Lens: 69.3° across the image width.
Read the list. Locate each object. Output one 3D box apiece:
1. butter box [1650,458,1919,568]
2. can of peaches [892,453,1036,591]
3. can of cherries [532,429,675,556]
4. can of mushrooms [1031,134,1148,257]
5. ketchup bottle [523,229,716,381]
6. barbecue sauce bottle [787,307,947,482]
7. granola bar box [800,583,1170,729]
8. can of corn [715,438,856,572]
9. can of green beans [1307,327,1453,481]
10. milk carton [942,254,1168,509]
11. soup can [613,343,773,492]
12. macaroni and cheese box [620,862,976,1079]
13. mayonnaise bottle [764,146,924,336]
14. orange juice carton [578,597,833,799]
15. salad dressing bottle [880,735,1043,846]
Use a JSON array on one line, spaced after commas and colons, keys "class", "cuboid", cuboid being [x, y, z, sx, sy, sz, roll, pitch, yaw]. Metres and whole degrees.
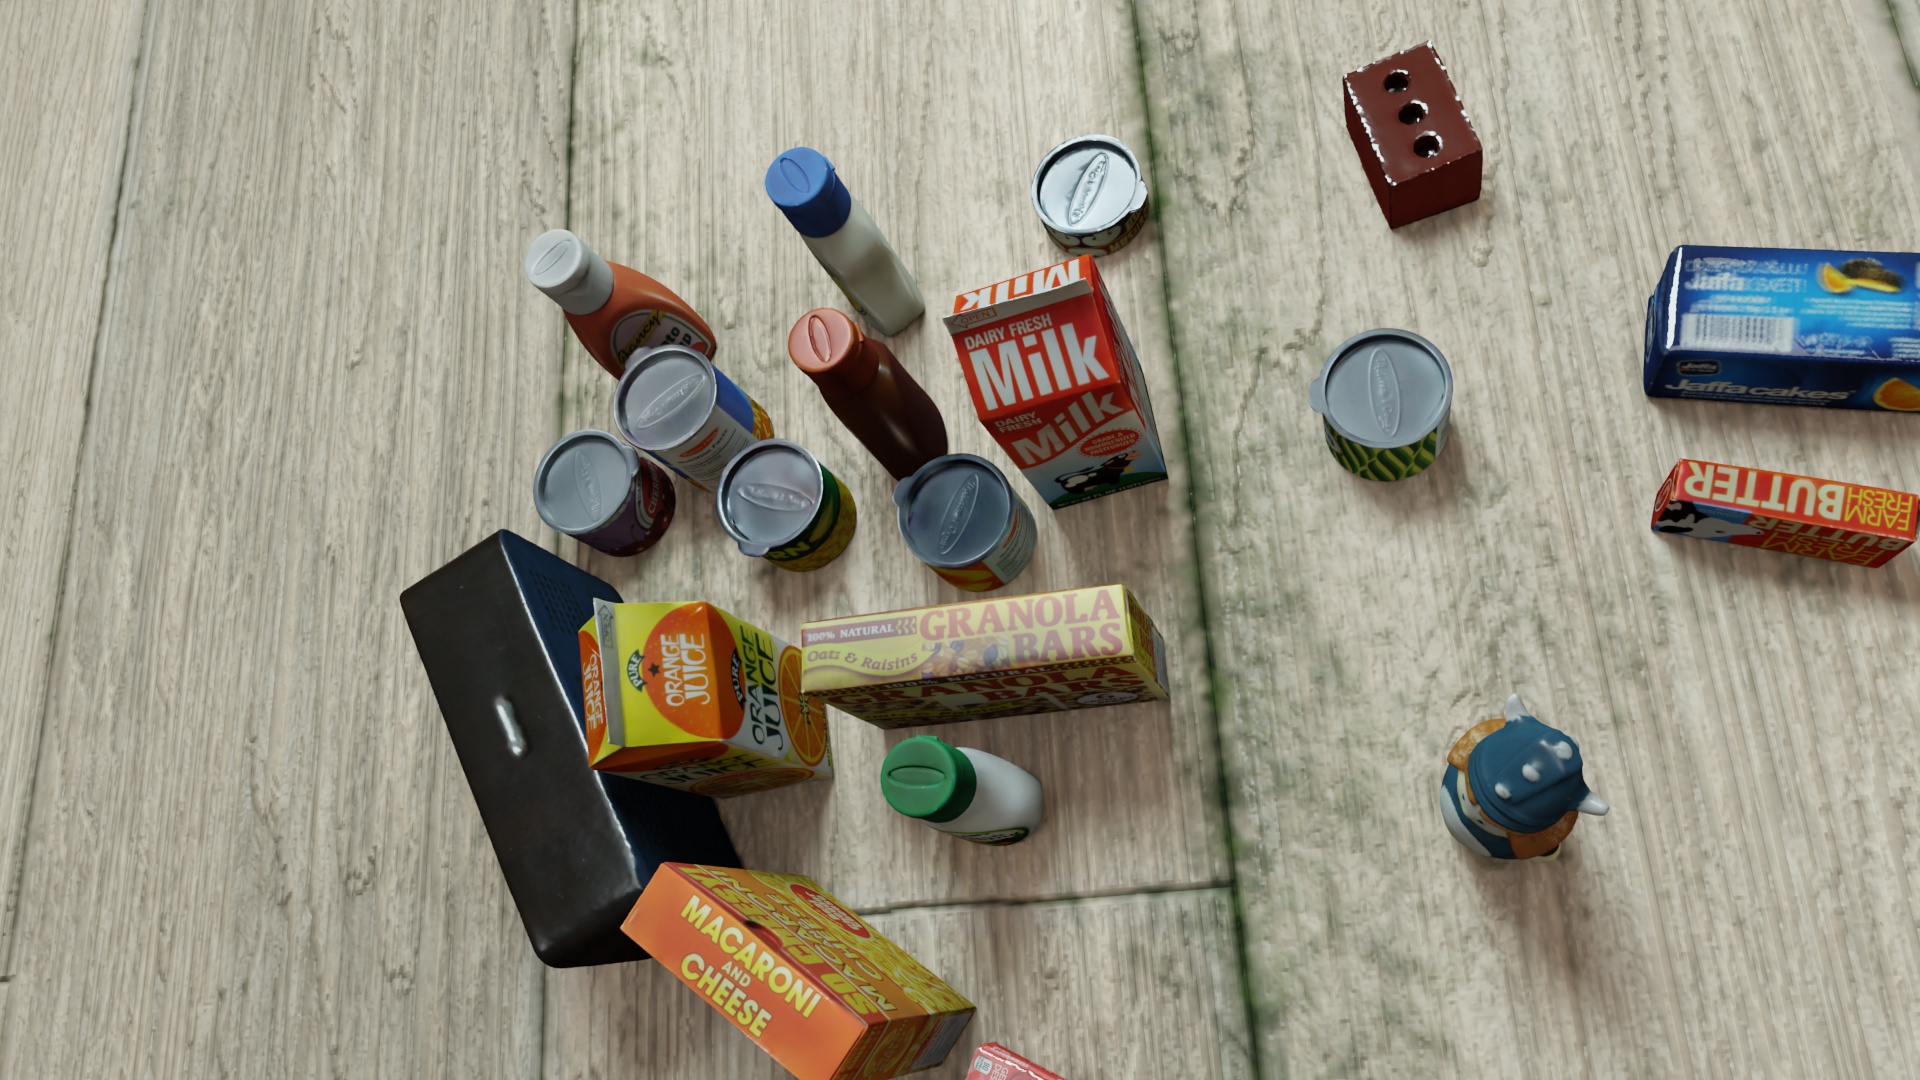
[{"class": "butter box", "cuboid": [0.393, -0.013, 0.666, 0.103, 0.053, 0.024, 11, 78, 20]}, {"class": "can of peaches", "cuboid": [0.003, -0.010, 0.781, 0.071, 0.058, 0.071, -5, 73, 16]}, {"class": "can of cherries", "cuboid": [-0.215, -0.028, 0.852, 0.071, 0.058, 0.071, -5, 73, 16]}, {"class": "can of mushrooms", "cuboid": [0.080, -0.205, 0.830, 0.071, 0.033, 0.071, -5, 72, 15]}, {"class": "ketchup bottle", "cuboid": [-0.205, -0.136, 0.833, 0.065, 0.148, 0.043, -45, 67, 1]}, {"class": "barbecue sauce bottle", "cuboid": [-0.050, -0.082, 0.769, 0.043, 0.148, 0.065, -21, 69, 10]}, {"class": "granola bar box", "cuboid": [0.017, 0.063, 0.718, 0.165, 0.124, 0.039, -8, 72, 15]}, {"class": "can of corn", "cuboid": [-0.102, -0.017, 0.814, 0.071, 0.058, 0.071, -5, 73, 16]}, {"class": "can of green beans", "cuboid": [0.224, -0.070, 0.732, 0.071, 0.057, 0.071, -5, 73, 16]}, {"class": "milk carton", "cuboid": [0.051, -0.084, 0.717, 0.072, 0.190, 0.073, -15, 70, 12]}, {"class": "soup can", "cuboid": [-0.160, -0.073, 0.835, 0.071, 0.083, 0.071, -5, 73, 16]}, {"class": "macaroni and cheese box", "cuboid": [-0.072, 0.209, 0.677, 0.124, 0.166, 0.040, 31, 85, 23]}, {"class": "mayonnaise bottle", "cuboid": [-0.067, -0.174, 0.803, 0.041, 0.148, 0.065, -38, 67, 3]}, {"class": "orange juice carton", "cuboid": [-0.137, 0.084, 0.721, 0.073, 0.192, 0.072, -14, 71, 13]}, {"class": "salad dressing bottle", "cuboid": [0.000, 0.125, 0.691, 0.064, 0.147, 0.044, 0, 74, 17]}]
